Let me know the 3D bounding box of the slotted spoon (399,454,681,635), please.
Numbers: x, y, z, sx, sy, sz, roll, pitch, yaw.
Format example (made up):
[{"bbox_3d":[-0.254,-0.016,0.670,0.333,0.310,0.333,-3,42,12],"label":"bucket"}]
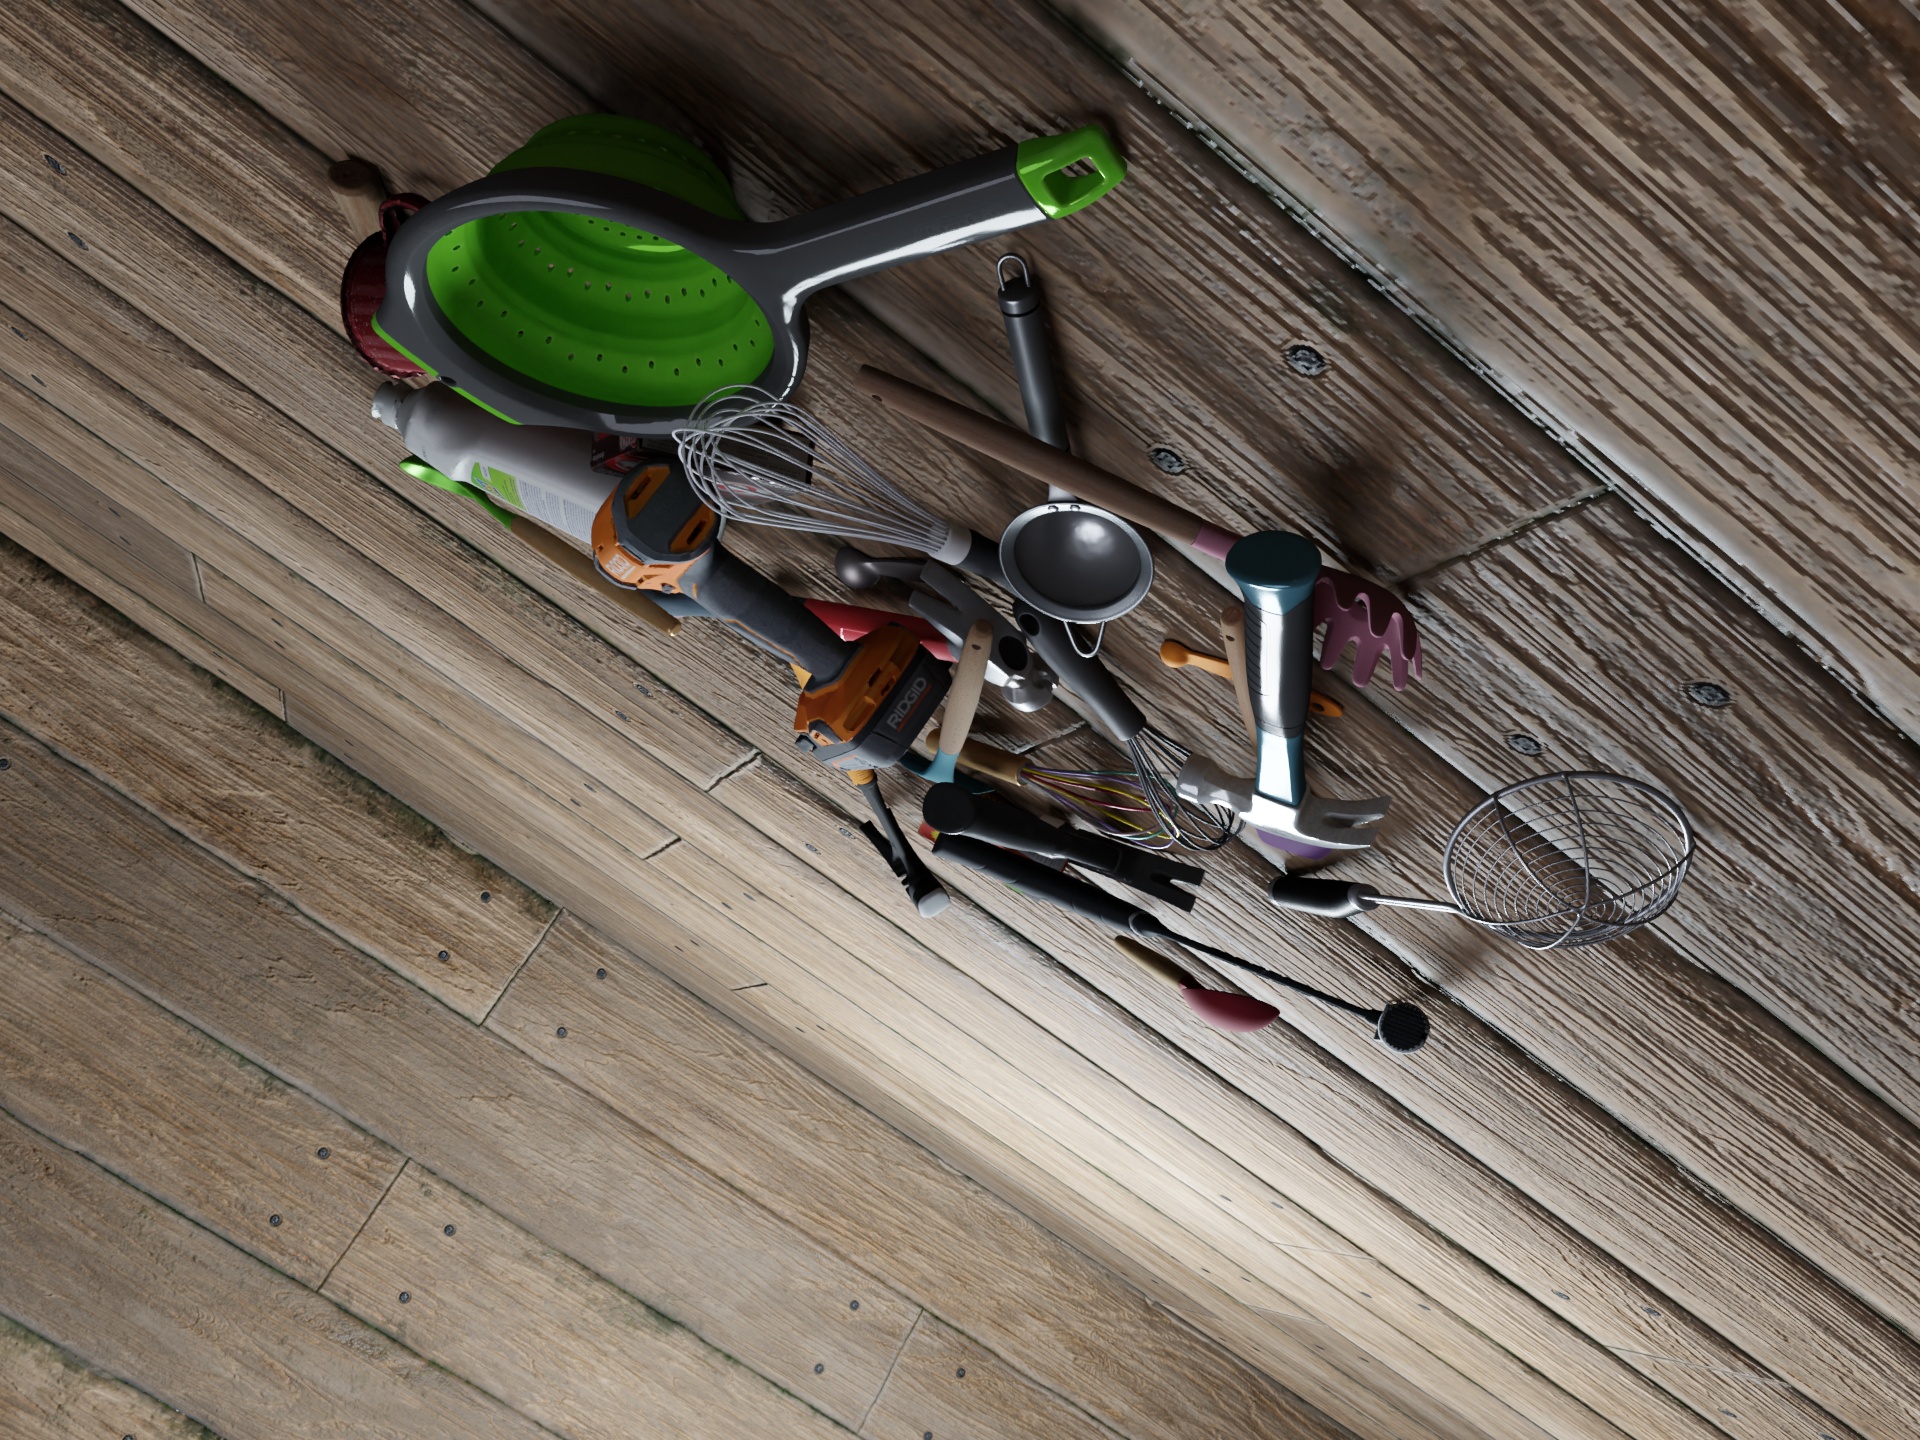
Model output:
[{"bbox_3d":[-0.333,-0.144,1.262,0.314,0.031,0.070,32,178,25],"label":"slotted spoon"}]

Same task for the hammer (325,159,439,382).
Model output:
[{"bbox_3d":[-0.374,-0.263,1.121,0.130,0.031,0.331,26,157,13],"label":"hammer"}]

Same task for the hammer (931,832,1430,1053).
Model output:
[{"bbox_3d":[0.162,0.164,1.235,0.409,0.036,0.149,21,175,18],"label":"hammer"}]

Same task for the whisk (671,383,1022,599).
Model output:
[{"bbox_3d":[-0.030,-0.108,0.867,0.284,0.070,0.070,18,170,-37],"label":"whisk"}]

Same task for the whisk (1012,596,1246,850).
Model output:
[{"bbox_3d":[0.109,0.004,1.036,0.238,0.055,0.055,47,154,-24],"label":"whisk"}]

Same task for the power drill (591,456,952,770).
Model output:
[{"bbox_3d":[-0.129,-0.064,0.985,0.226,0.084,0.164,39,164,-15],"label":"power drill"}]

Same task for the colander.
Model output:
[{"bbox_3d":[-0.103,-0.240,0.754,0.397,0.095,0.204,-7,156,31],"label":"colander"}]

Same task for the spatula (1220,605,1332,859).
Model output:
[{"bbox_3d":[0.190,0.019,0.976,0.060,0.018,0.315,17,158,27],"label":"spatula"}]

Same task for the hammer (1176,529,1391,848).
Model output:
[{"bbox_3d":[0.169,-0.006,0.849,0.128,0.033,0.330,21,162,20],"label":"hammer"}]

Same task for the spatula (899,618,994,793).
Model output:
[{"bbox_3d":[-0.002,-0.003,1.062,0.082,0.044,0.317,23,157,2],"label":"spatula"}]

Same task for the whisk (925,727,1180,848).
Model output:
[{"bbox_3d":[0.064,0.041,1.177,0.245,0.051,0.047,19,-175,41],"label":"whisk"}]

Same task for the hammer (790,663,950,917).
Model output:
[{"bbox_3d":[-0.089,0.031,1.330,0.127,0.034,0.336,51,168,41],"label":"hammer"}]

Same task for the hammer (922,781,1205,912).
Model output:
[{"bbox_3d":[0.064,0.084,1.112,0.146,0.035,0.334,19,178,26],"label":"hammer"}]

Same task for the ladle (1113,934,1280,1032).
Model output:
[{"bbox_3d":[0.168,0.199,1.243,0.069,0.031,0.315,19,178,-11],"label":"ladle"}]

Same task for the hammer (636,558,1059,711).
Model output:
[{"bbox_3d":[-0.116,-0.080,1.116,0.386,0.038,0.143,12,162,41],"label":"hammer"}]

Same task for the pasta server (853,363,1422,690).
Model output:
[{"bbox_3d":[0.091,-0.099,0.791,0.316,0.040,0.060,24,163,-5],"label":"pasta server"}]

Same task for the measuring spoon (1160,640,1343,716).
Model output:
[{"bbox_3d":[0.170,-0.022,0.940,0.117,0.011,0.021,22,156,23],"label":"measuring spoon"}]

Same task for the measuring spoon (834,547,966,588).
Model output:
[{"bbox_3d":[-0.043,-0.095,1.054,0.124,0.018,0.034,11,151,46],"label":"measuring spoon"}]

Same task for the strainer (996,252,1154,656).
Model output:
[{"bbox_3d":[0.051,-0.135,0.824,0.087,0.050,0.258,2,142,17],"label":"strainer"}]

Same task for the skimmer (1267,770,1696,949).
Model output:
[{"bbox_3d":[0.292,0.086,0.985,0.127,0.090,0.363,25,170,-12],"label":"skimmer"}]
